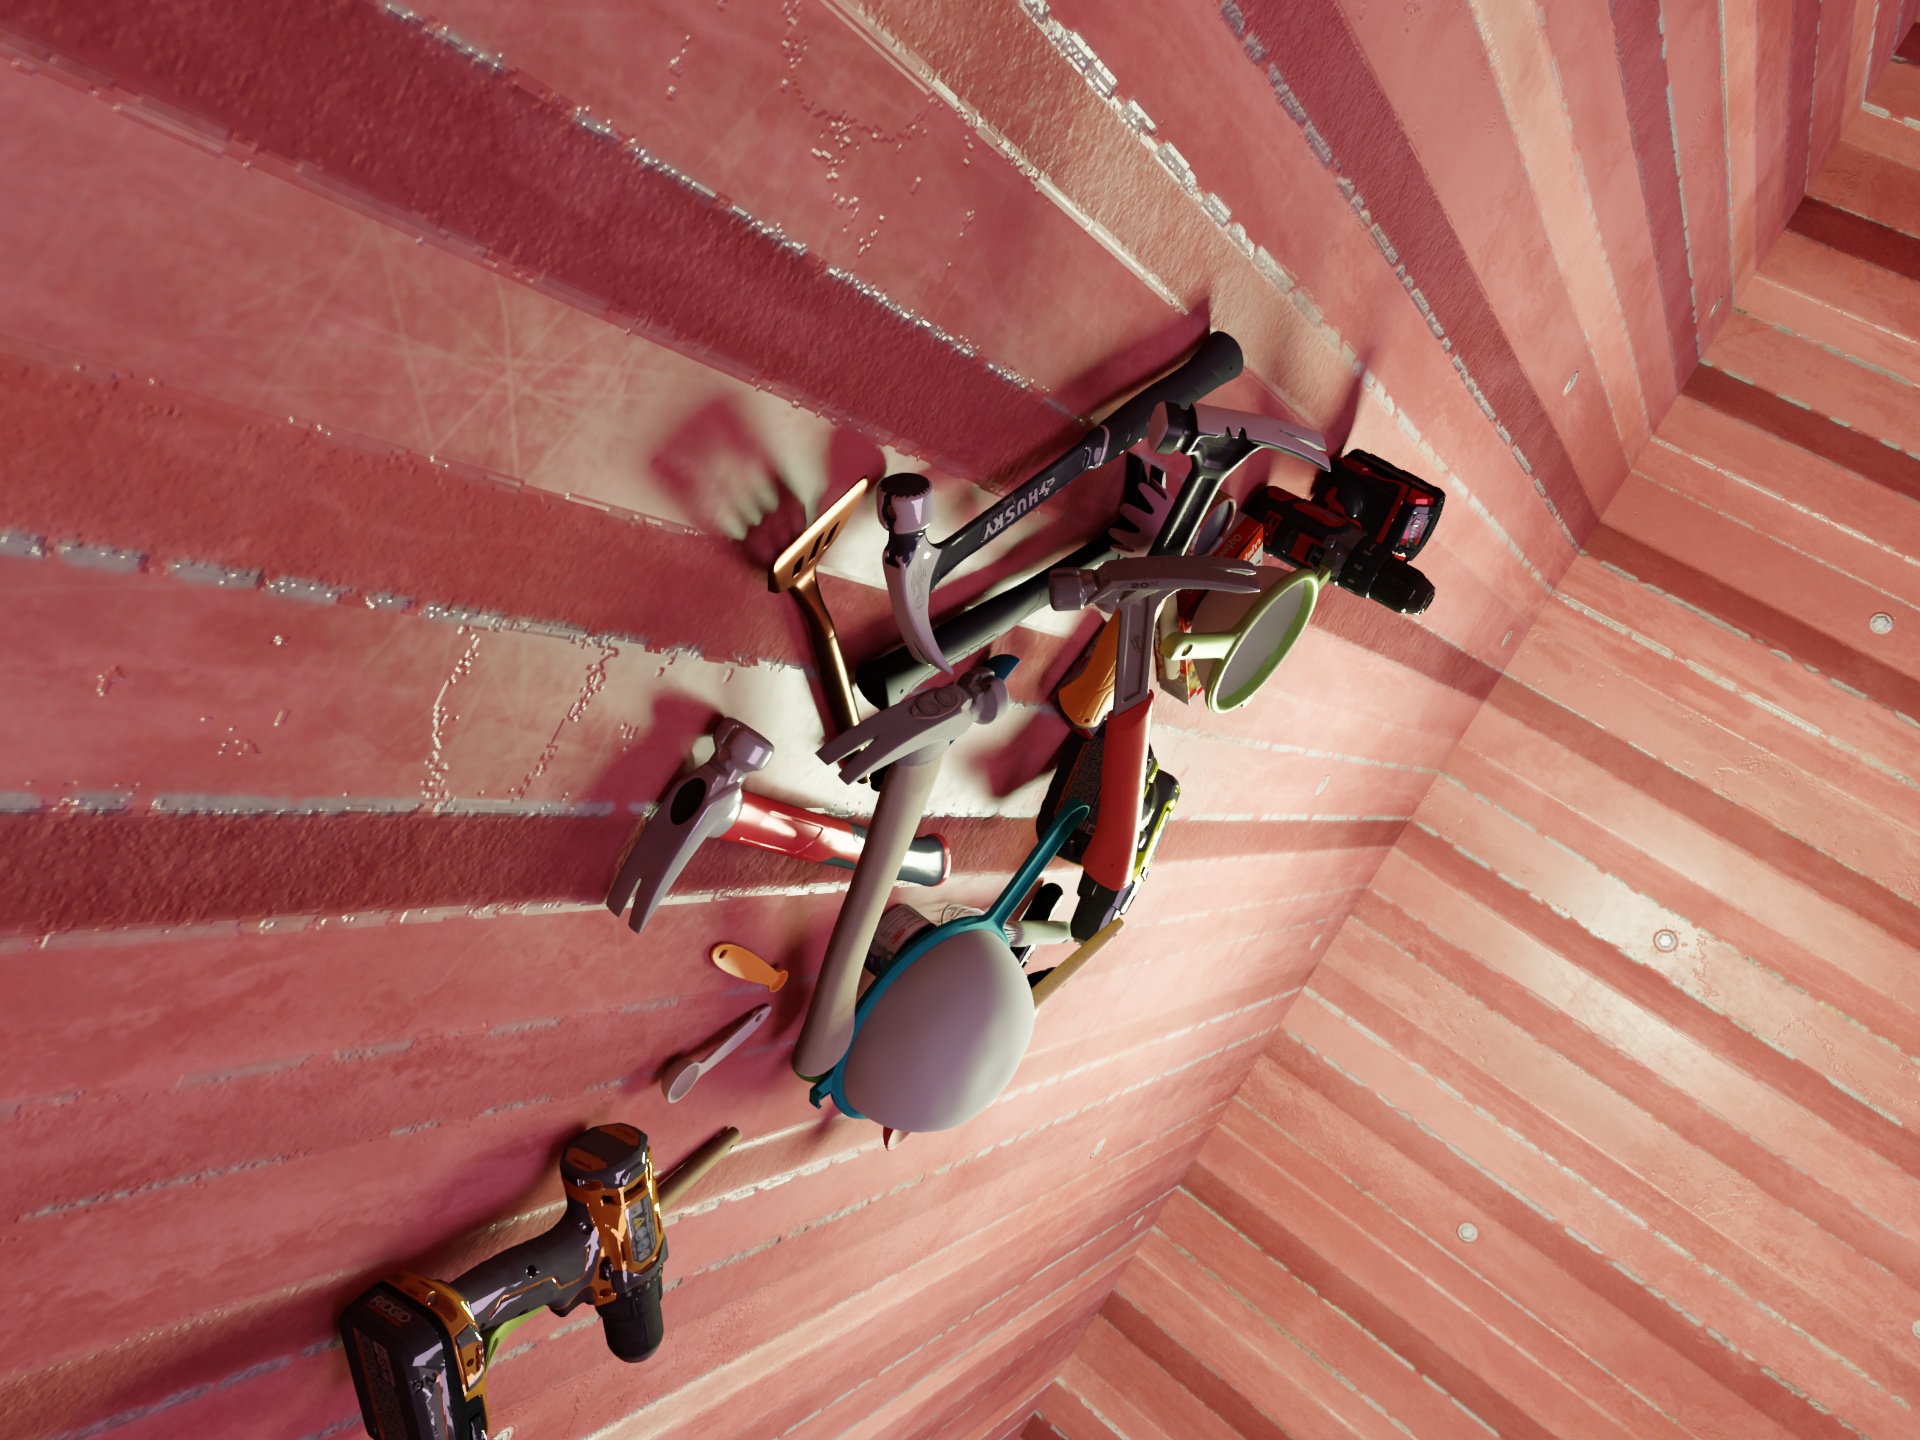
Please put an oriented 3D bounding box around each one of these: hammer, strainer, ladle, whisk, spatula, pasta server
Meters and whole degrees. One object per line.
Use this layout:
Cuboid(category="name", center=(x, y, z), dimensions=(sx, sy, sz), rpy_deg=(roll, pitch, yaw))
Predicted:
Cuboid(category="hammer", center=(0.085, -0.179, 1.120), dimensions=(0.409, 0.036, 0.149), rpy_deg=(-39, 140, -37))
Cuboid(category="hammer", center=(0.044, -0.091, 1.175), dimensions=(0.335, 0.035, 0.146), rpy_deg=(-32, 147, -42))
Cuboid(category="hammer", center=(-0.104, 0.098, 1.136), dimensions=(0.143, 0.038, 0.386), rpy_deg=(-56, 156, 3))
Cuboid(category="strainer", center=(0.031, 0.227, 1.362), dimensions=(0.340, 0.095, 0.210), rpy_deg=(-55, 148, 3))
Cuboid(category="ladle", center=(-0.272, 0.418, 1.207), dimensions=(0.320, 0.062, 0.078), rpy_deg=(-36, 159, -42))
Cuboid(category="hammer", center=(0.150, -0.101, 1.192), dimensions=(0.336, 0.127, 0.034), rpy_deg=(114, -22, -50))
Cuboid(category="strainer", center=(0.217, -0.081, 1.368), dimensions=(0.256, 0.069, 0.151), rpy_deg=(-7, 131, -56))
Cuboid(category="whisk", center=(0.046, 0.202, 1.502), dimensions=(0.058, 0.059, 0.246), rpy_deg=(-22, 163, 27))
Cuboid(category="ladle", center=(0.039, 0.297, 1.528), dimensions=(0.315, 0.031, 0.069), rpy_deg=(-42, 160, 2))
Cuboid(category="spatula", center=(-0.077, -0.038, 1.010), dimensions=(0.081, 0.041, 0.322), rpy_deg=(-47, 155, -21))
Cuboid(category="pasta server", center=(0.164, -0.102, 1.314), dimensions=(0.060, 0.040, 0.316), rpy_deg=(-50, 160, -10))
Cuboid(category="hammer", center=(0.141, 0.013, 1.258), dimensions=(0.358, 0.149, 0.037), rpy_deg=(88, 0, -47))
Cuboid(category="hammer", center=(-0.077, 0.137, 1.146), dimensions=(0.146, 0.038, 0.410), rpy_deg=(-26, 149, -39))

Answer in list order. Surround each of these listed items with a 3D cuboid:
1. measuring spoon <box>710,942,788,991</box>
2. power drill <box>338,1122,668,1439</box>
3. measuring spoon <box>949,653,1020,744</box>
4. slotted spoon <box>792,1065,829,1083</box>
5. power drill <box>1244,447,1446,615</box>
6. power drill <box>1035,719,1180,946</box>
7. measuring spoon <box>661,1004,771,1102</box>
Cuboid(category="measuring spoon", center=(-0.158, 0.181, 1.177), dimensions=(0.021, 0.011, 0.116), rpy_deg=(-54, 152, -6))
Cuboid(category="power drill", center=(-0.289, 0.405, 1.077), dimensions=(0.226, 0.084, 0.185), rpy_deg=(-30, 124, -47))
Cuboid(category="measuring spoon", center=(-0.002, -0.004, 1.226), dimensions=(0.128, 0.021, 0.042), rpy_deg=(-49, 179, 7))
Cuboid(category="slotted spoon", center=(-0.042, 0.291, 1.460), dimensions=(0.313, 0.031, 0.070), rpy_deg=(4, 122, -56))
Cuboid(category="power drill", center=(0.392, -0.178, 1.529), dimensions=(0.226, 0.188, 0.080), rpy_deg=(-29, 146, -52))
Cuboid(category="power drill", center=(0.140, 0.110, 1.520), dimensions=(0.190, 0.080, 0.228), rpy_deg=(-65, 159, -13))
Cuboid(category="measuring spoon", center=(-0.186, 0.246, 1.204), dimensions=(0.124, 0.018, 0.034), rpy_deg=(-35, 149, -51))
